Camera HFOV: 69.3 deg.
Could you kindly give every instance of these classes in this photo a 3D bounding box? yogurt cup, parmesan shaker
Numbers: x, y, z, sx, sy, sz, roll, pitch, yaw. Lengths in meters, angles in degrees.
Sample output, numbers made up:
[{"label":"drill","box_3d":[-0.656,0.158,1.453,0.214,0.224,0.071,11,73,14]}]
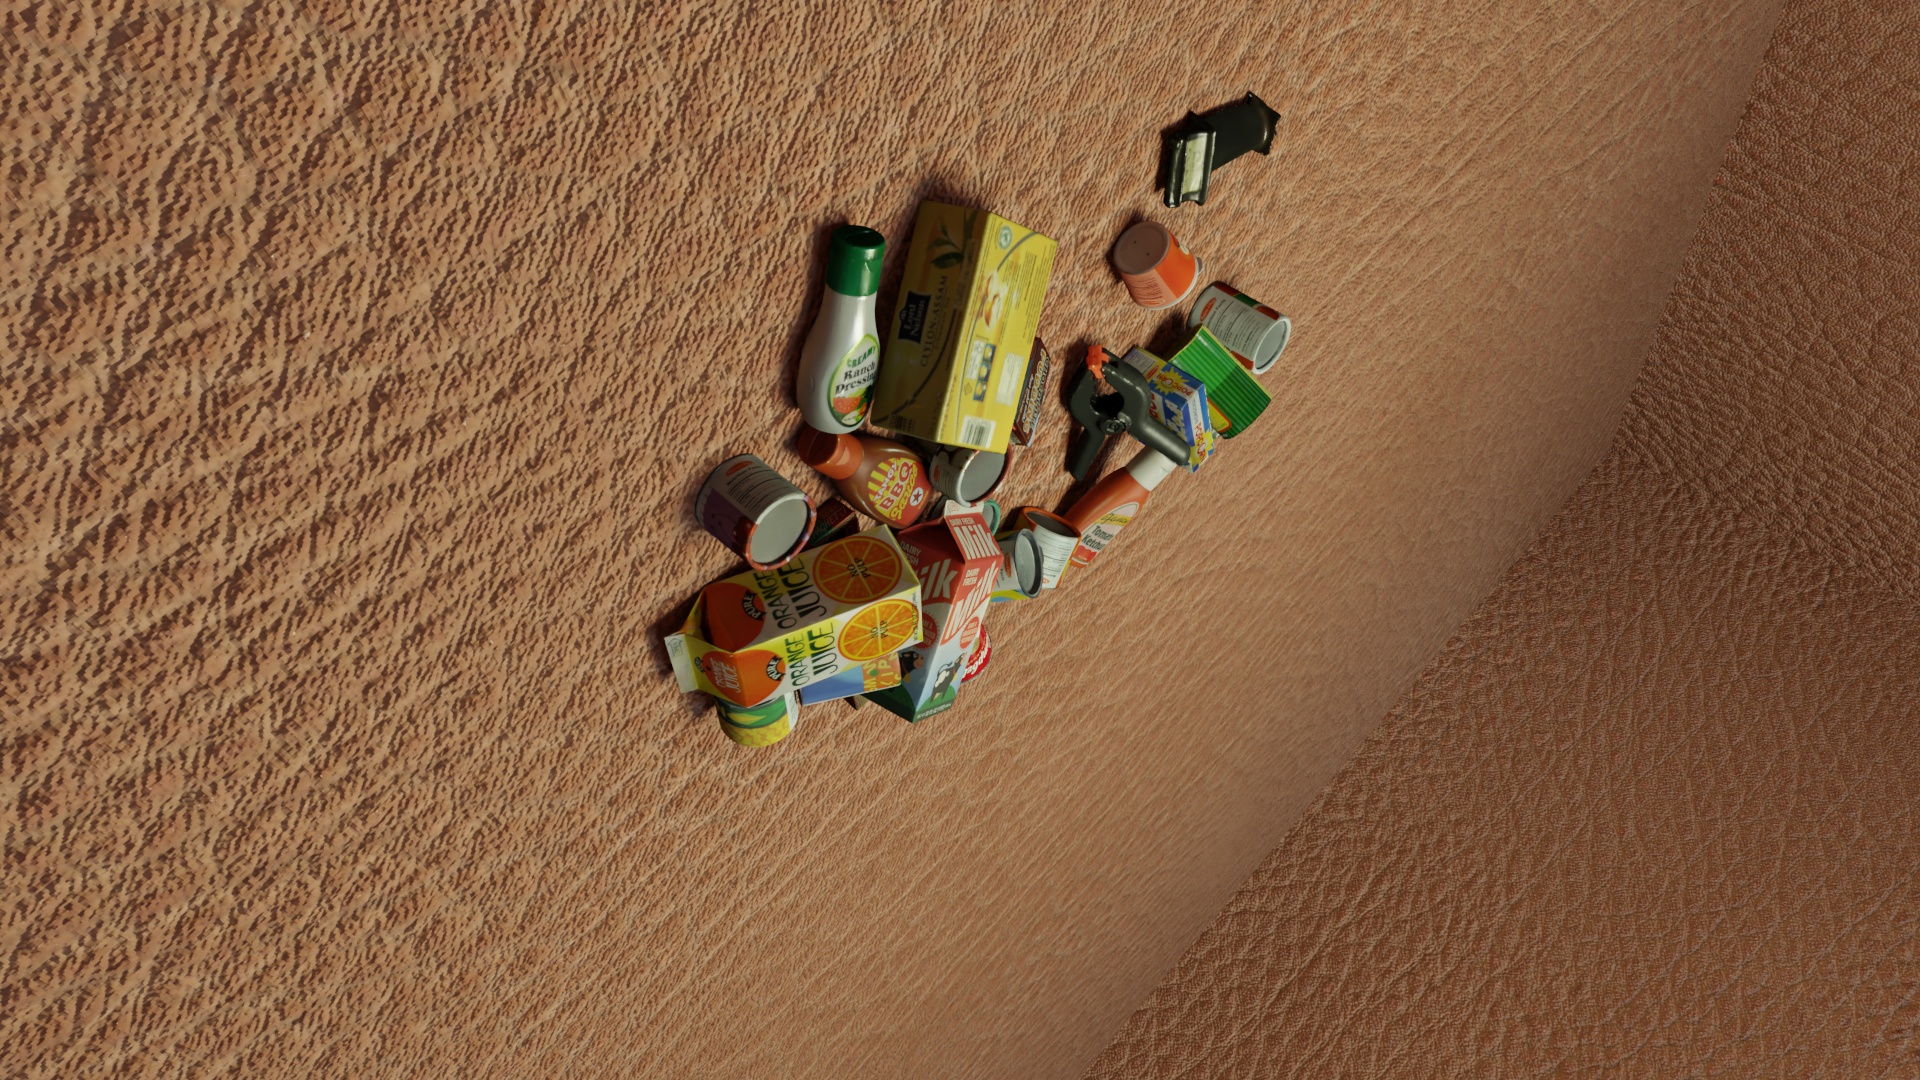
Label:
[{"label":"yogurt cup","box_3d":[0.171,-0.247,1.236,0.072,0.072,0.054,-55,143,0]},{"label":"parmesan shaker","box_3d":[0.253,-0.158,1.388,0.071,0.103,0.071,-45,-173,7]}]

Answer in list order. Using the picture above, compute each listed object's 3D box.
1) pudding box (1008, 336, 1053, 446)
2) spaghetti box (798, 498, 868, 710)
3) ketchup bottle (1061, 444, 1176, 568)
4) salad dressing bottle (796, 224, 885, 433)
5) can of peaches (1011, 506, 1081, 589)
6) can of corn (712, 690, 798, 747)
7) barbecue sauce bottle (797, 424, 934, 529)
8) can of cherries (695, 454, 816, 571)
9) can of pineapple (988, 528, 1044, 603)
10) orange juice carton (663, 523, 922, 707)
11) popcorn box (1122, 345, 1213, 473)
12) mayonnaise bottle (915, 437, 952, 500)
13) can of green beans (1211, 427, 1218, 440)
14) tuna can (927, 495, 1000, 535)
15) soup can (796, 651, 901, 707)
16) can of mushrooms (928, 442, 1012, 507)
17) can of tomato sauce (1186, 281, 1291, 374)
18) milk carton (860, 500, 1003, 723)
[{"label":"pudding box","box_3d":[0.051,-0.127,1.184,0.049,0.030,0.084,56,47,-61]},{"label":"spaghetti box","box_3d":[-0.097,0.060,1.192,0.050,0.029,0.248,-41,149,-23]},{"label":"ketchup bottle","box_3d":[0.154,-0.038,1.414,0.148,0.044,0.064,-46,144,16]},{"label":"salad dressing bottle","box_3d":[-0.082,-0.148,0.980,0.064,0.044,0.146,-29,142,-43]},{"label":"can of peaches","box_3d":[0.078,0.006,1.363,0.071,0.071,0.058,-5,124,-55]},{"label":"can of corn","box_3d":[-0.168,0.124,1.118,0.071,0.071,0.058,-38,147,-28]},{"label":"barbecue sauce bottle","box_3d":[-0.074,-0.055,1.089,0.065,0.044,0.148,-62,151,0]},{"label":"can of cherries","box_3d":[-0.147,-0.018,1.004,0.072,0.058,0.071,-37,146,-30]},{"label":"can of pineapple","box_3d":[0.040,0.025,1.304,0.071,0.058,0.071,29,58,-60]},{"label":"orange juice carton","box_3d":[-0.130,0.064,1.070,0.193,0.073,0.071,-20,141,-16]},{"label":"popcorn box","box_3d":[0.205,-0.130,1.386,0.038,0.085,0.126,-49,151,-13]},{"label":"mayonnaise bottle","box_3d":[-0.009,-0.091,1.154,0.065,0.041,0.147,-51,150,-14]},{"label":"can of green beans","box_3d":[0.246,-0.139,1.466,0.071,0.058,0.071,-37,146,-30]},{"label":"tuna can","box_3d":[0.004,-0.016,1.261,0.071,0.033,0.070,-36,146,-29]},{"label":"soup can","box_3d":[-0.097,0.093,1.138,0.084,0.071,0.071,-12,138,-10]},{"label":"can of mushrooms","box_3d":[0.011,-0.063,1.132,0.071,0.033,0.070,-34,143,-31]},{"label":"can of tomato sauce","box_3d":[0.285,-0.217,1.418,0.071,0.083,0.070,-37,147,-29]},{"label":"milk carton","box_3d":[-0.024,0.052,1.197,0.072,0.073,0.190,-7,119,-62]}]
